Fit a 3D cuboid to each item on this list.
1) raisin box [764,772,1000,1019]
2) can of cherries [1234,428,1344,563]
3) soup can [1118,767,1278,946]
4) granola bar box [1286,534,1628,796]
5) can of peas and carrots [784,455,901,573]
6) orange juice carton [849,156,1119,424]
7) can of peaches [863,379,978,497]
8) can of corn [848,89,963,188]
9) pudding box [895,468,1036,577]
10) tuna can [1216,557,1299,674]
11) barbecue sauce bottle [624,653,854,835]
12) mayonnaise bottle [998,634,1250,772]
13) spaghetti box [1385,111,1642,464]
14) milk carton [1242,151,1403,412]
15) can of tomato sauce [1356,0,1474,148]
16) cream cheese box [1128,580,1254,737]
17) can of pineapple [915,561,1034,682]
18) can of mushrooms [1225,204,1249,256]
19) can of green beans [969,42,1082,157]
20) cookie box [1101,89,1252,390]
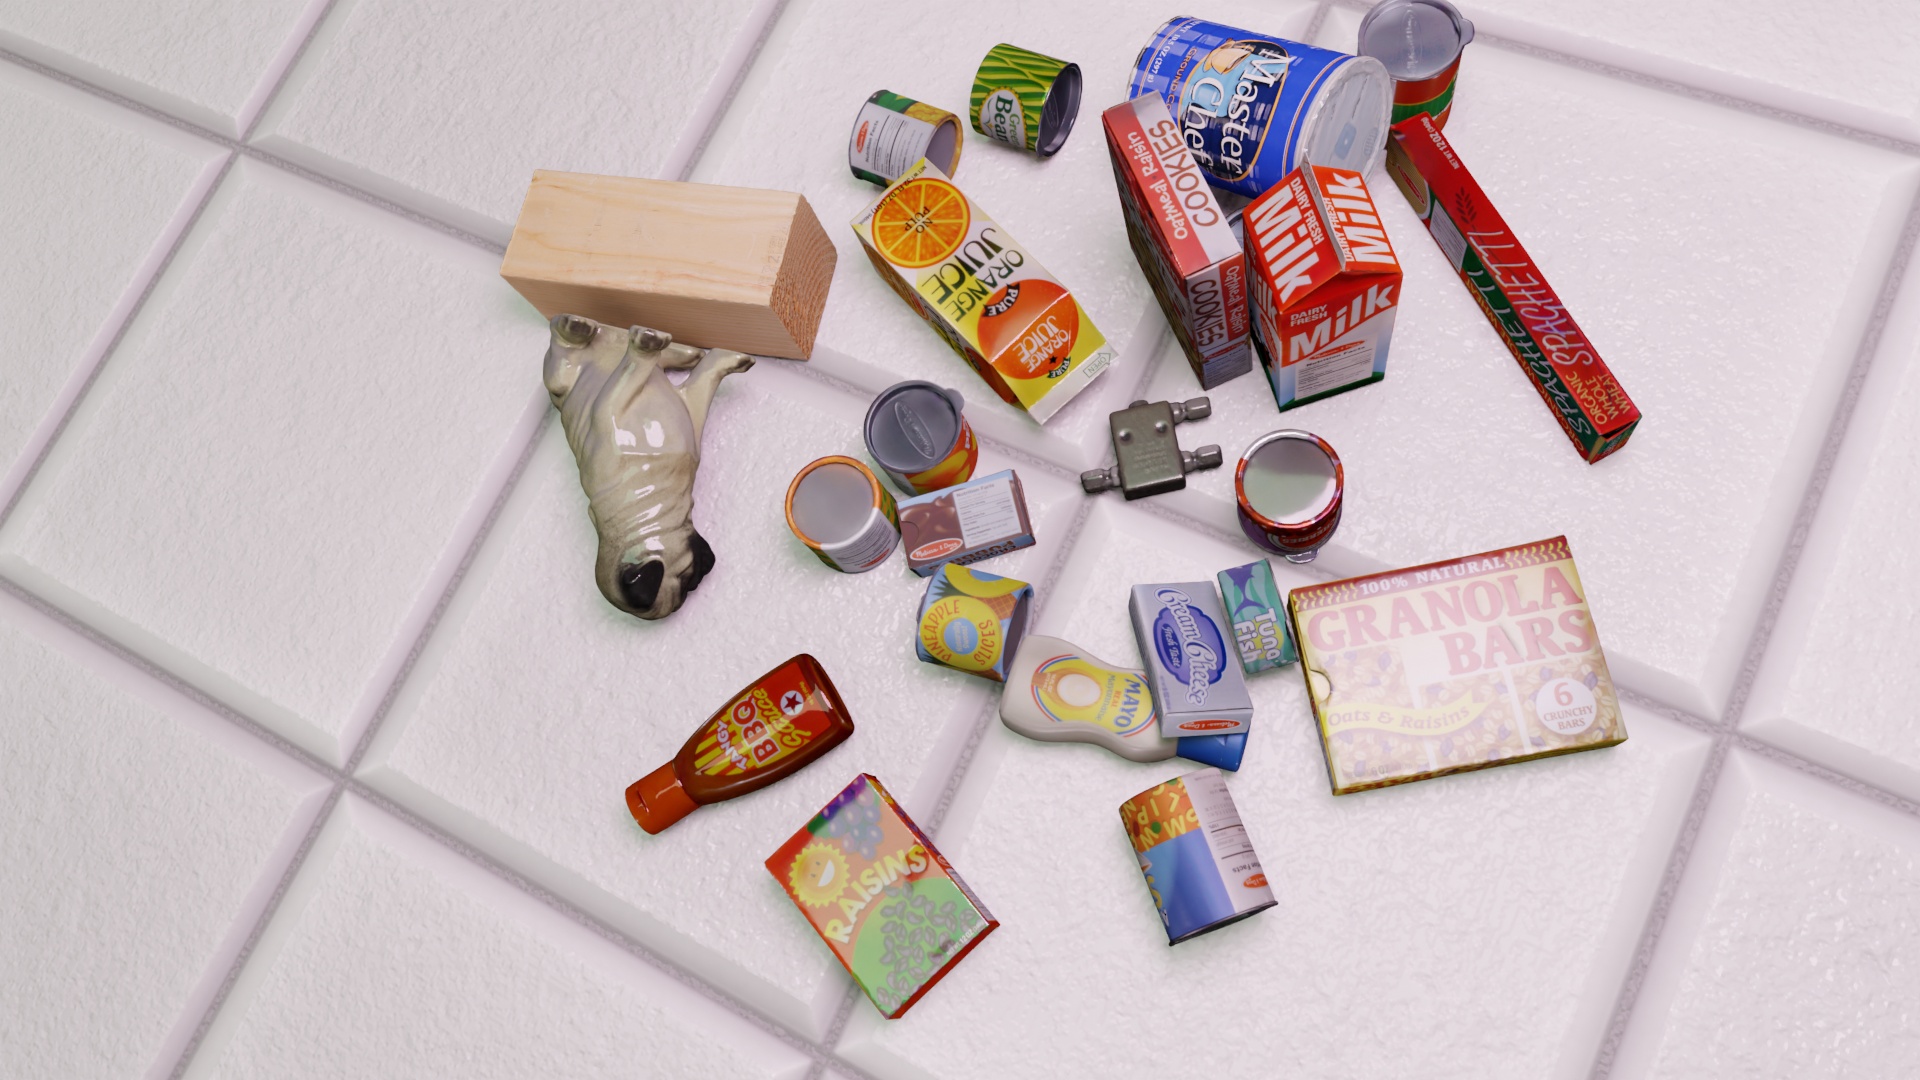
[{"bbox_3d":[-0.049,0.217,0.855,0.086,0.040,0.123,-43,70,-2],"label":"raisin box"},{"bbox_3d":[0.206,-0.027,0.864,0.071,0.058,0.071,-4,72,12],"label":"can of cherries"},{"bbox_3d":[0.135,0.185,0.810,0.071,0.071,0.084,-23,69,5],"label":"soup can"},{"bbox_3d":[0.290,0.075,0.823,0.165,0.039,0.124,-12,70,8],"label":"granola bar box"},{"bbox_3d":[-0.079,-0.019,0.925,0.071,0.058,0.071,-4,72,11],"label":"can of peas and carrots"},{"bbox_3d":[0.017,-0.163,0.942,0.072,0.073,0.193,-42,69,-2],"label":"orange juice carton"},{"bbox_3d":[-0.023,-0.067,0.929,0.071,0.058,0.071,-4,72,12],"label":"can of peaches"},{"bbox_3d":[-0.037,-0.283,0.998,0.058,0.071,0.071,24,80,18],"label":"can of corn"},{"bbox_3d":[0.003,-0.012,0.920,0.084,0.030,0.050,-16,71,7],"label":"pudding box"},{"bbox_3d":[0.180,0.047,0.840,0.033,0.071,0.071,-17,70,9],"label":"tuna can"},{"bbox_3d":[-0.145,0.137,0.899,0.148,0.043,0.065,-32,70,2],"label":"barbecue sauce bottle"},{"bbox_3d":[0.102,0.105,0.854,0.148,0.041,0.065,14,69,16],"label":"mayonnaise bottle"},{"bbox_3d":[0.345,-0.162,0.880,0.028,0.050,0.251,-27,69,5],"label":"spaghetti box"},{"bbox_3d":[0.214,-0.153,0.831,0.073,0.190,0.072,-18,70,7],"label":"milk carton"},{"bbox_3d":[0.297,-0.310,0.920,0.071,0.083,0.071,-4,72,11],"label":"can of tomato sauce"},{"bbox_3d":[0.137,0.069,0.839,0.053,0.024,0.104,-2,46,-7],"label":"cream cheese box"},{"bbox_3d":[0.009,0.052,0.878,0.058,0.071,0.071,13,77,16],"label":"can of pineapple"},{"bbox_3d":[0.201,-0.187,0.929,0.071,0.033,0.071,-3,72,11],"label":"can of mushrooms"},{"bbox_3d":[0.046,-0.313,0.986,0.058,0.071,0.071,23,79,19],"label":"can of green beans"},{"bbox_3d":[0.137,-0.182,0.870,0.040,0.167,0.123,-24,69,6],"label":"cookie box"}]
